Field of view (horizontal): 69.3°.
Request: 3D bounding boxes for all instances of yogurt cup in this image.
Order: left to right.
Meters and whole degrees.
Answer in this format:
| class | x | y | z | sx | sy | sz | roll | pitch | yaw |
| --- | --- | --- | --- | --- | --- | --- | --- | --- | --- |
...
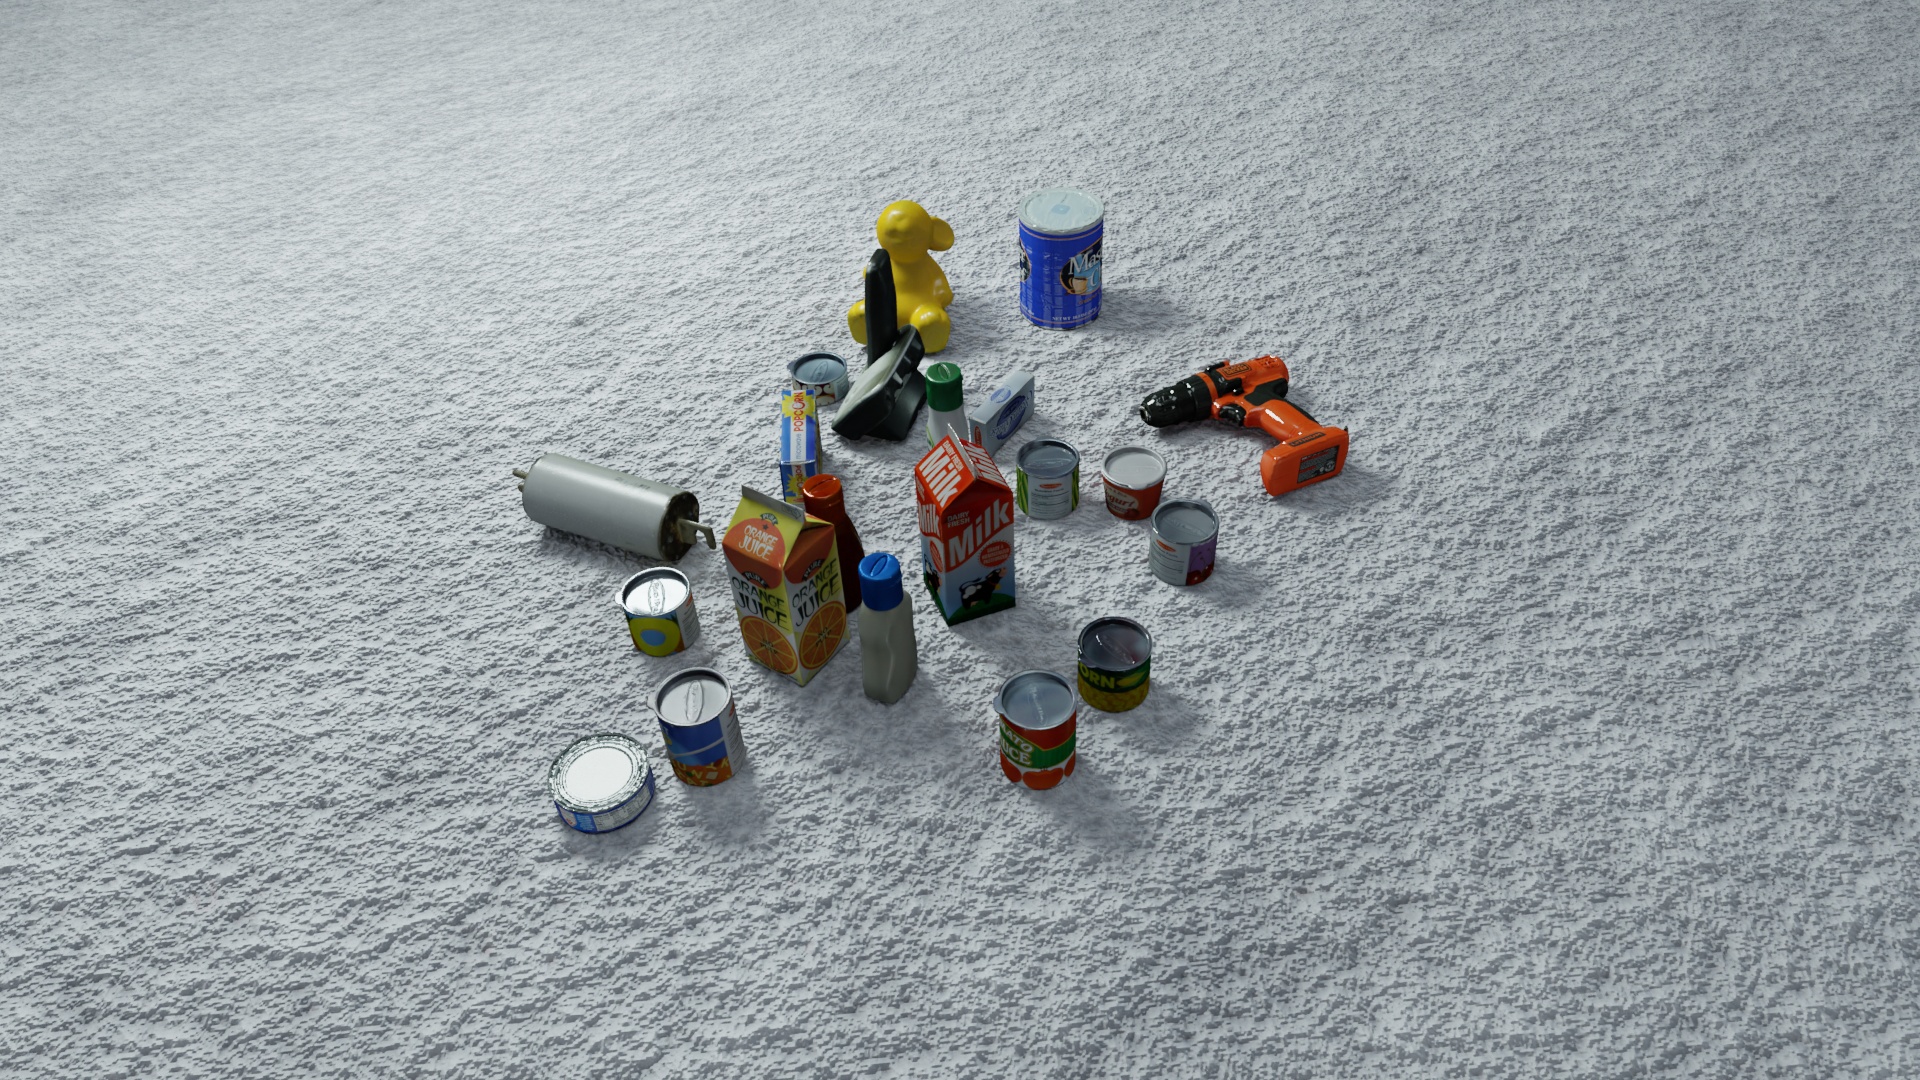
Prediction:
| class | x | y | z | sx | sy | sz | roll | pitch | yaw |
| --- | --- | --- | --- | --- | --- | --- | --- | --- | --- |
| yogurt cup | 0.178 | -0.058 | 1.431 | 0.072 | 0.053 | 0.073 | -2 | 42 | 2 |

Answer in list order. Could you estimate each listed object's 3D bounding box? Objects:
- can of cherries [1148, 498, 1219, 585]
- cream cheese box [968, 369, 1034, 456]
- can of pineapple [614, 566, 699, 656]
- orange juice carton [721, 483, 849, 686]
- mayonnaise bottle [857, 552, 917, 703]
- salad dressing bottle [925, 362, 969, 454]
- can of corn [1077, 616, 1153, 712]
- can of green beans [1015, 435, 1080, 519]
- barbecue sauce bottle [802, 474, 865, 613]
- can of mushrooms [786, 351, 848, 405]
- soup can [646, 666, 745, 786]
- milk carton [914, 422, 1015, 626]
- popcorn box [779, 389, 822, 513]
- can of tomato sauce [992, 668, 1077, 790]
| class | x | y | z | sx | sy | sz | roll | pitch | yaw |
| --- | --- | --- | --- | --- | --- | --- | --- | --- | --- |
| can of cherries | 0.220 | 0.001 | 1.361 | 0.071 | 0.058 | 0.072 | -2 | 42 | 2 |
| cream cheese box | 0.046 | -0.138 | 1.528 | 0.024 | 0.053 | 0.104 | 22 | 48 | 25 |
| can of pineapple | -0.286 | 0.068 | 1.318 | 0.071 | 0.057 | 0.071 | -2 | 42 | 2 |
| orange juice carton | -0.157 | 0.033 | 1.249 | 0.072 | 0.191 | 0.073 | 24 | 49 | 26 |
| mayonnaise bottle | -0.066 | 0.075 | 1.230 | 0.041 | 0.147 | 0.065 | 14 | 45 | 19 |
| salad dressing bottle | -0.014 | -0.115 | 1.436 | 0.044 | 0.146 | 0.064 | -11 | 43 | -9 |
| can of corn | 0.136 | 0.112 | 1.243 | 0.071 | 0.058 | 0.071 | -2 | 42 | 2 |
| can of green beans | 0.091 | -0.064 | 1.440 | 0.071 | 0.057 | 0.071 | -2 | 42 | 2 |
| barbecue sauce bottle | -0.122 | 0.005 | 1.310 | 0.065 | 0.147 | 0.044 | -29 | 48 | -26 |
| can of mushrooms | -0.165 | -0.188 | 1.610 | 0.071 | 0.033 | 0.071 | -2 | 42 | 2 |
| soup can | -0.226 | 0.161 | 1.193 | 0.071 | 0.083 | 0.072 | -2 | 42 | 2 |
| milk carton | 0.005 | -0.016 | 1.295 | 0.073 | 0.189 | 0.072 | -16 | 44 | -14 |
| popcorn box | -0.167 | -0.089 | 1.463 | 0.038 | 0.084 | 0.127 | -5 | 42 | -2 |
| can of tomato sauce | 0.064 | 0.161 | 1.175 | 0.071 | 0.082 | 0.071 | -2 | 42 | 2 |
